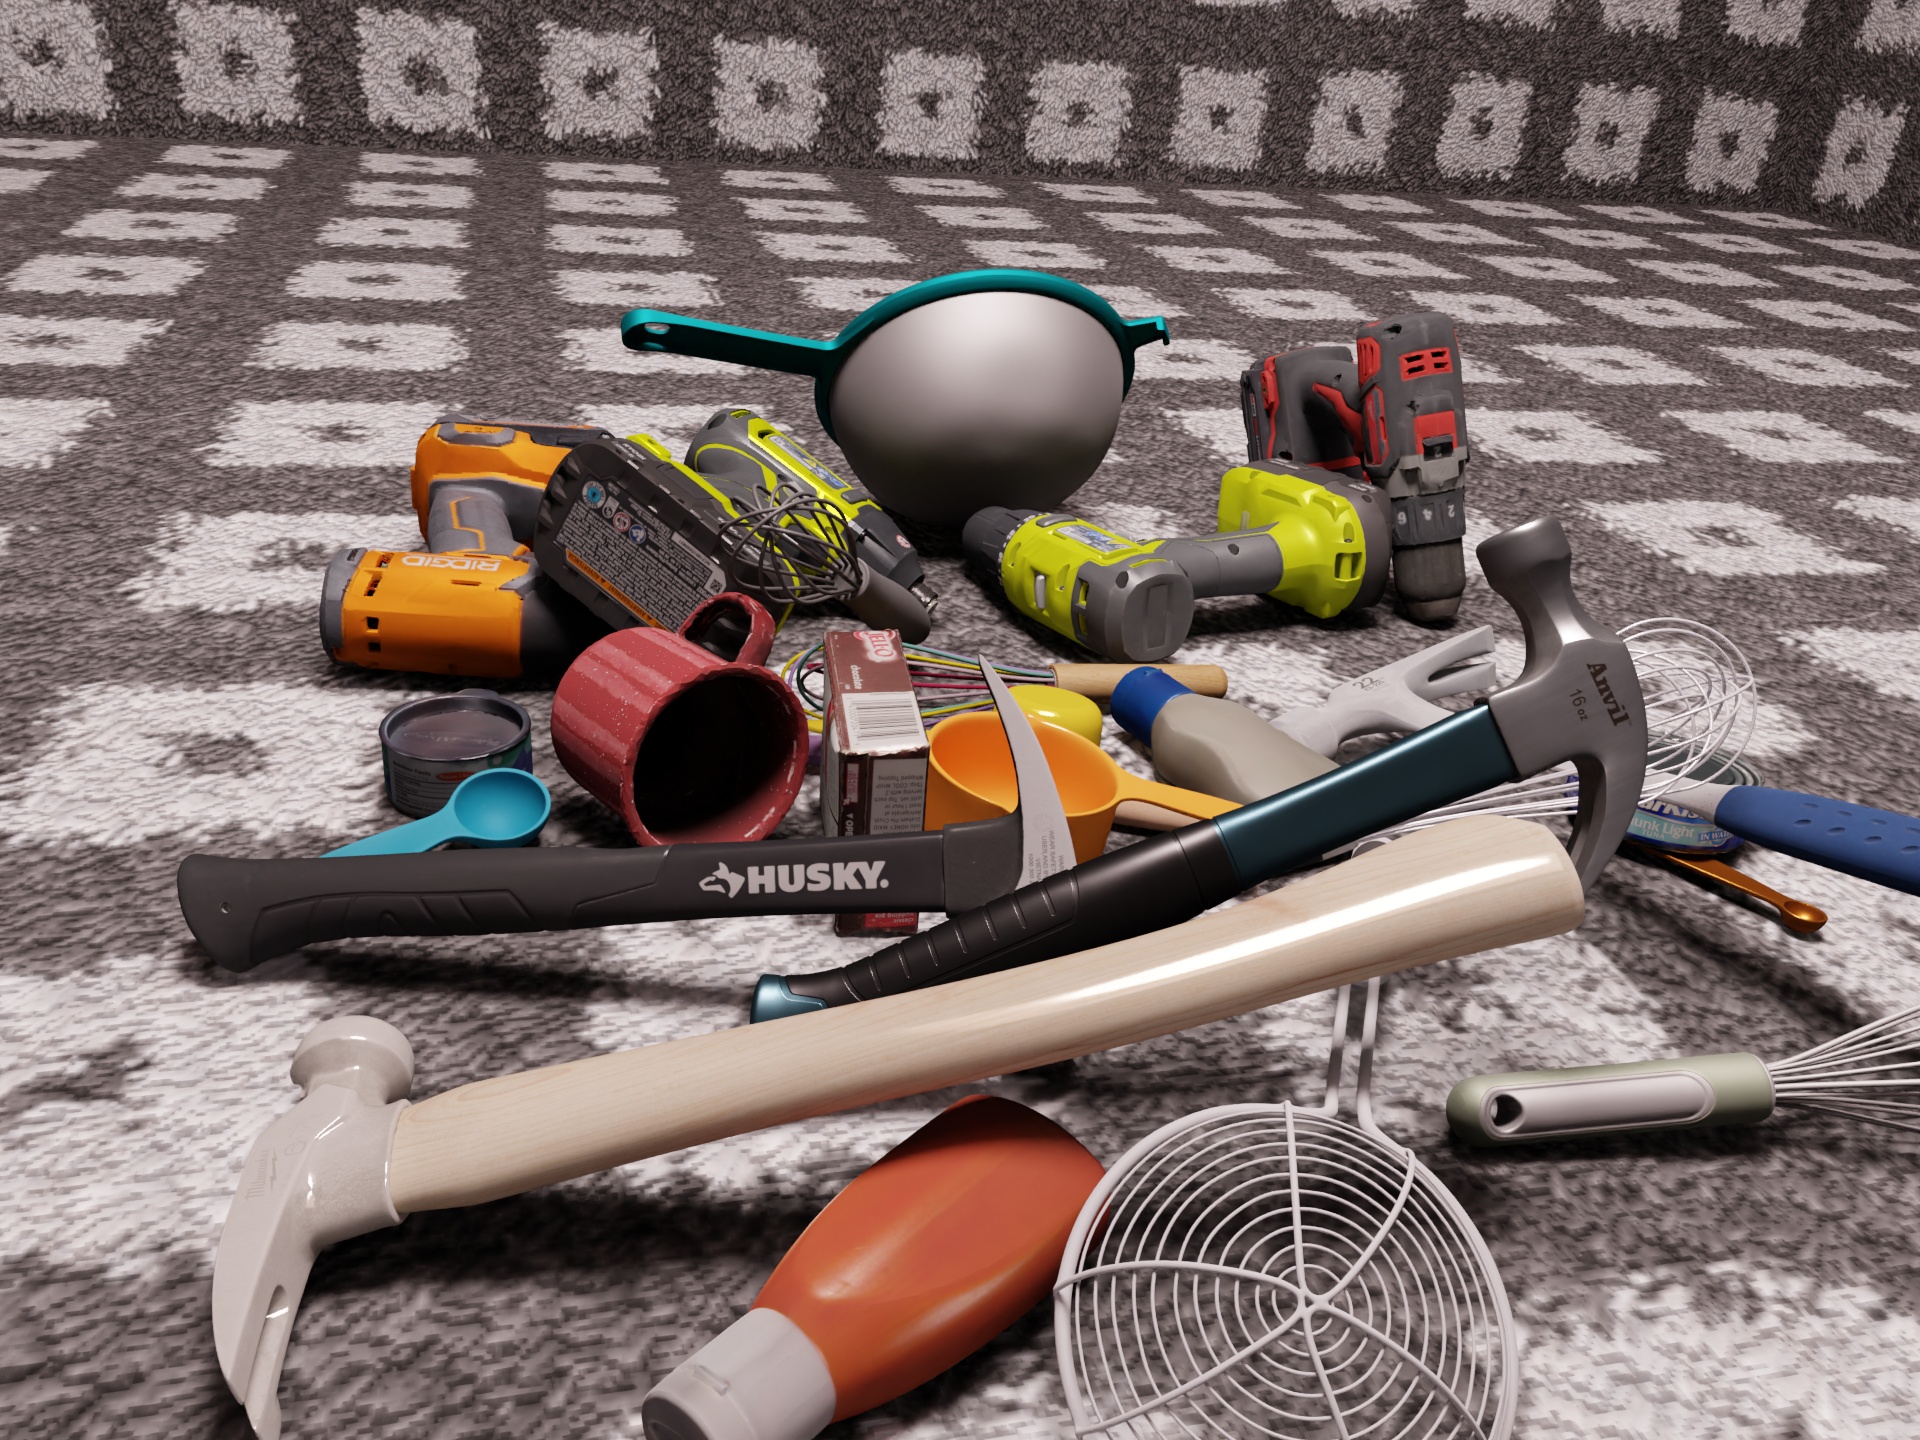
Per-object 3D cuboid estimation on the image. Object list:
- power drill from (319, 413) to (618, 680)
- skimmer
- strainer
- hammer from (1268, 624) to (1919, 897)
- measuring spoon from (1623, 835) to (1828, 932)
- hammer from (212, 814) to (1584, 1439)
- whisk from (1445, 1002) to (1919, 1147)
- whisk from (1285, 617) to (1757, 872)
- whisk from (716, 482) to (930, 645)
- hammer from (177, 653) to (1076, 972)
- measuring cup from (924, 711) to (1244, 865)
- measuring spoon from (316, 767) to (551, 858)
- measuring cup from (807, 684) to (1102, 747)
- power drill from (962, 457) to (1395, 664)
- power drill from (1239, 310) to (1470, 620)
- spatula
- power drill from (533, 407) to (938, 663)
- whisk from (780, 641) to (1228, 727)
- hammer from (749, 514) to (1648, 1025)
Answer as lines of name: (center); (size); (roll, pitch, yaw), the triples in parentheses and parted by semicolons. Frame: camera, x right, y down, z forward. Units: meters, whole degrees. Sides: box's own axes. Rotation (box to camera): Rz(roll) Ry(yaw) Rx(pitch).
power drill: (-0.247, -0.095, 0.894); (0.164, 0.084, 0.227); (4, 30, -7)
skimmer: (0.127, 0.133, 0.558); (0.127, 0.090, 0.363); (19, 19, 12)
strainer: (-0.042, -0.188, 0.994); (0.340, 0.211, 0.095); (4, 61, -27)
hammer: (0.318, 0.030, 0.669); (0.144, 0.035, 0.406); (-25, 26, -26)
measuring spoon: (0.345, 0.071, 0.741); (0.021, 0.011, 0.117); (-8, 26, -36)
hammer: (-0.010, 0.102, 0.478); (0.410, 0.038, 0.146); (-13, 29, -3)
whisk: (0.294, 0.132, 0.574); (0.246, 0.058, 0.059); (-3, -7, -7)
whisk: (0.180, 0.031, 0.644); (0.284, 0.070, 0.070); (-21, 27, 7)
whisk: (-0.056, -0.066, 0.770); (0.055, 0.055, 0.238); (14, -5, 17)
hammer: (-0.123, 0.056, 0.591); (0.335, 0.146, 0.035); (-3, -4, 2)
measuring cup: (0.063, 0.049, 0.695); (0.173, 0.052, 0.095); (14, 27, -3)
measuring spoon: (-0.233, 0.058, 0.667); (0.128, 0.021, 0.042); (-24, 54, -30)
measuring cup: (-0.001, -0.002, 0.773); (0.156, 0.029, 0.062); (4, 17, -25)
power drill: (0.129, -0.104, 0.975); (0.228, 0.080, 0.191); (-13, 26, -27)
power drill: (0.268, -0.168, 1.057); (0.080, 0.188, 0.227); (-11, 12, -8)
spatula: (-0.039, 0.020, 0.766); (0.316, 0.018, 0.060); (10, 15, 11)
power drill: (-0.111, -0.098, 0.869); (0.171, 0.080, 0.223); (38, 23, 8)
whisk: (0.027, -0.023, 0.835); (0.245, 0.051, 0.047); (-1, 21, -17)
hammer: (0.078, 0.051, 0.549); (0.331, 0.128, 0.033); (-23, -5, 1)
